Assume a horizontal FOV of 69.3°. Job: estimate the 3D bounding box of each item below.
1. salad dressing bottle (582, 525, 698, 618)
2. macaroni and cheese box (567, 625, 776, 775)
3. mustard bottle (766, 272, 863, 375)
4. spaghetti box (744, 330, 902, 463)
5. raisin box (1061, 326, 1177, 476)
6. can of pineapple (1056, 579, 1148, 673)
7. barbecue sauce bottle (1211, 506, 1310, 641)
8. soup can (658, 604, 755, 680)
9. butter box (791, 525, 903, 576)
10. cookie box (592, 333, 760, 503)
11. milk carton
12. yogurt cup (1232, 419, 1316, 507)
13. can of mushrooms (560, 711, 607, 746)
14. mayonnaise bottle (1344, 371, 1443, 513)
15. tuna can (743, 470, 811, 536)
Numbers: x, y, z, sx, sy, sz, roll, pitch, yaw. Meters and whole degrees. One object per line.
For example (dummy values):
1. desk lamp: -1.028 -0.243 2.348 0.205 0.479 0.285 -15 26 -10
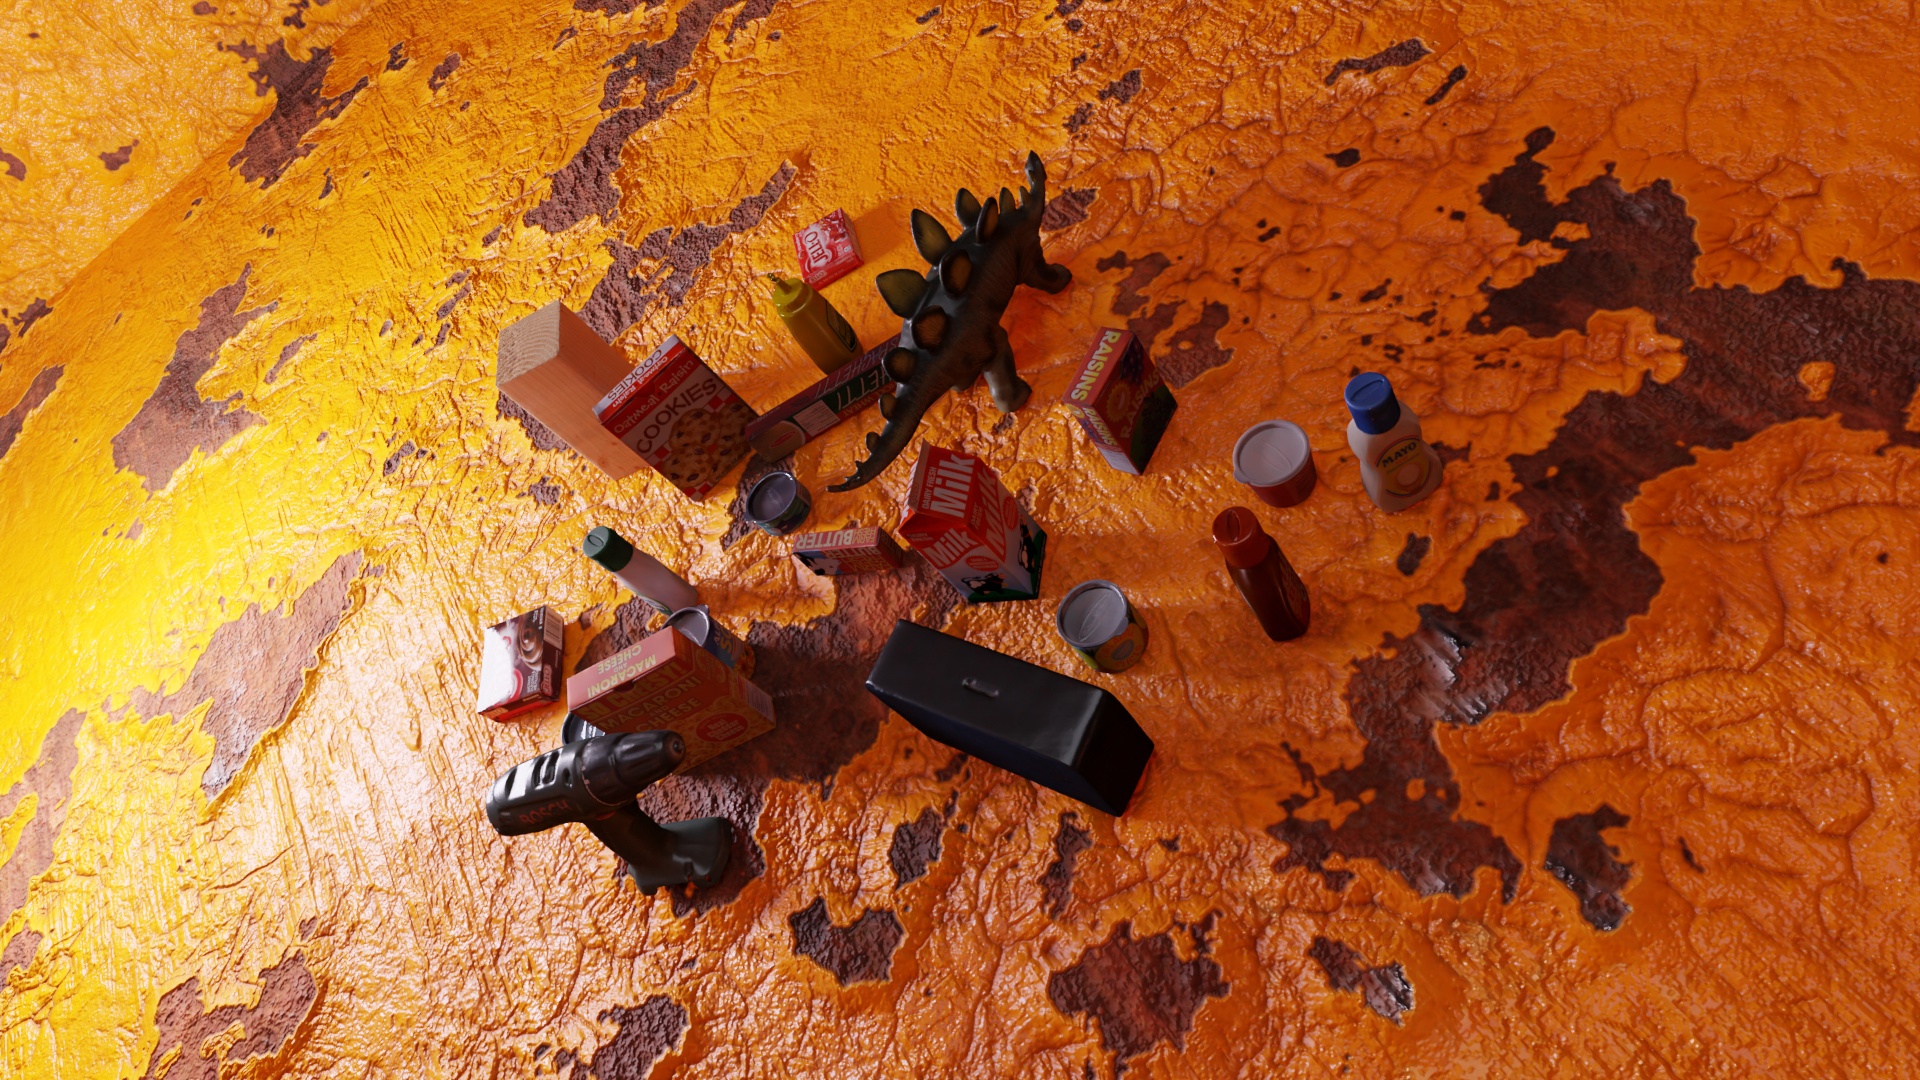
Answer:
1. salad dressing bottle: -0.337 0.034 1.462 0.064 0.147 0.044 25 76 39
2. macaroni and cheese box: -0.274 0.157 1.333 0.123 0.166 0.040 -27 51 14
3. mustard bottle: -0.164 -0.243 1.531 0.049 0.160 0.065 -23 52 17
4. spaghetti box: -0.121 -0.165 1.528 0.250 0.050 0.029 -29 50 11
5. raisin box: 0.150 -0.129 1.294 0.040 0.123 0.086 18 71 38
6. can of pineapple: 0.126 0.077 1.219 0.071 0.057 0.071 -15 54 22
7. barbecue sauce bottle: 0.243 0.024 1.123 0.043 0.148 0.065 -15 55 23
8. soup can: -0.255 0.112 1.405 0.071 0.083 0.072 -15 54 22
9. butter box: -0.114 0.011 1.407 0.103 0.053 0.024 -6 58 28
10. cookie box: -0.305 -0.133 1.538 0.123 0.167 0.040 -43 49 0
11. milk carton: 0.005 -0.016 1.263 0.073 0.190 0.072 -5 59 28
12. yogurt cup: 0.280 -0.065 1.222 0.072 0.053 0.073 -15 54 22
13. can of mushrooms: -0.381 0.198 1.458 0.071 0.033 0.071 -15 54 22
14. mayonnaise bottle: 0.347 -0.081 1.129 0.064 0.147 0.041 -33 50 9
15. tuna can: -0.198 -0.038 1.503 0.071 0.032 0.071 -15 54 22
